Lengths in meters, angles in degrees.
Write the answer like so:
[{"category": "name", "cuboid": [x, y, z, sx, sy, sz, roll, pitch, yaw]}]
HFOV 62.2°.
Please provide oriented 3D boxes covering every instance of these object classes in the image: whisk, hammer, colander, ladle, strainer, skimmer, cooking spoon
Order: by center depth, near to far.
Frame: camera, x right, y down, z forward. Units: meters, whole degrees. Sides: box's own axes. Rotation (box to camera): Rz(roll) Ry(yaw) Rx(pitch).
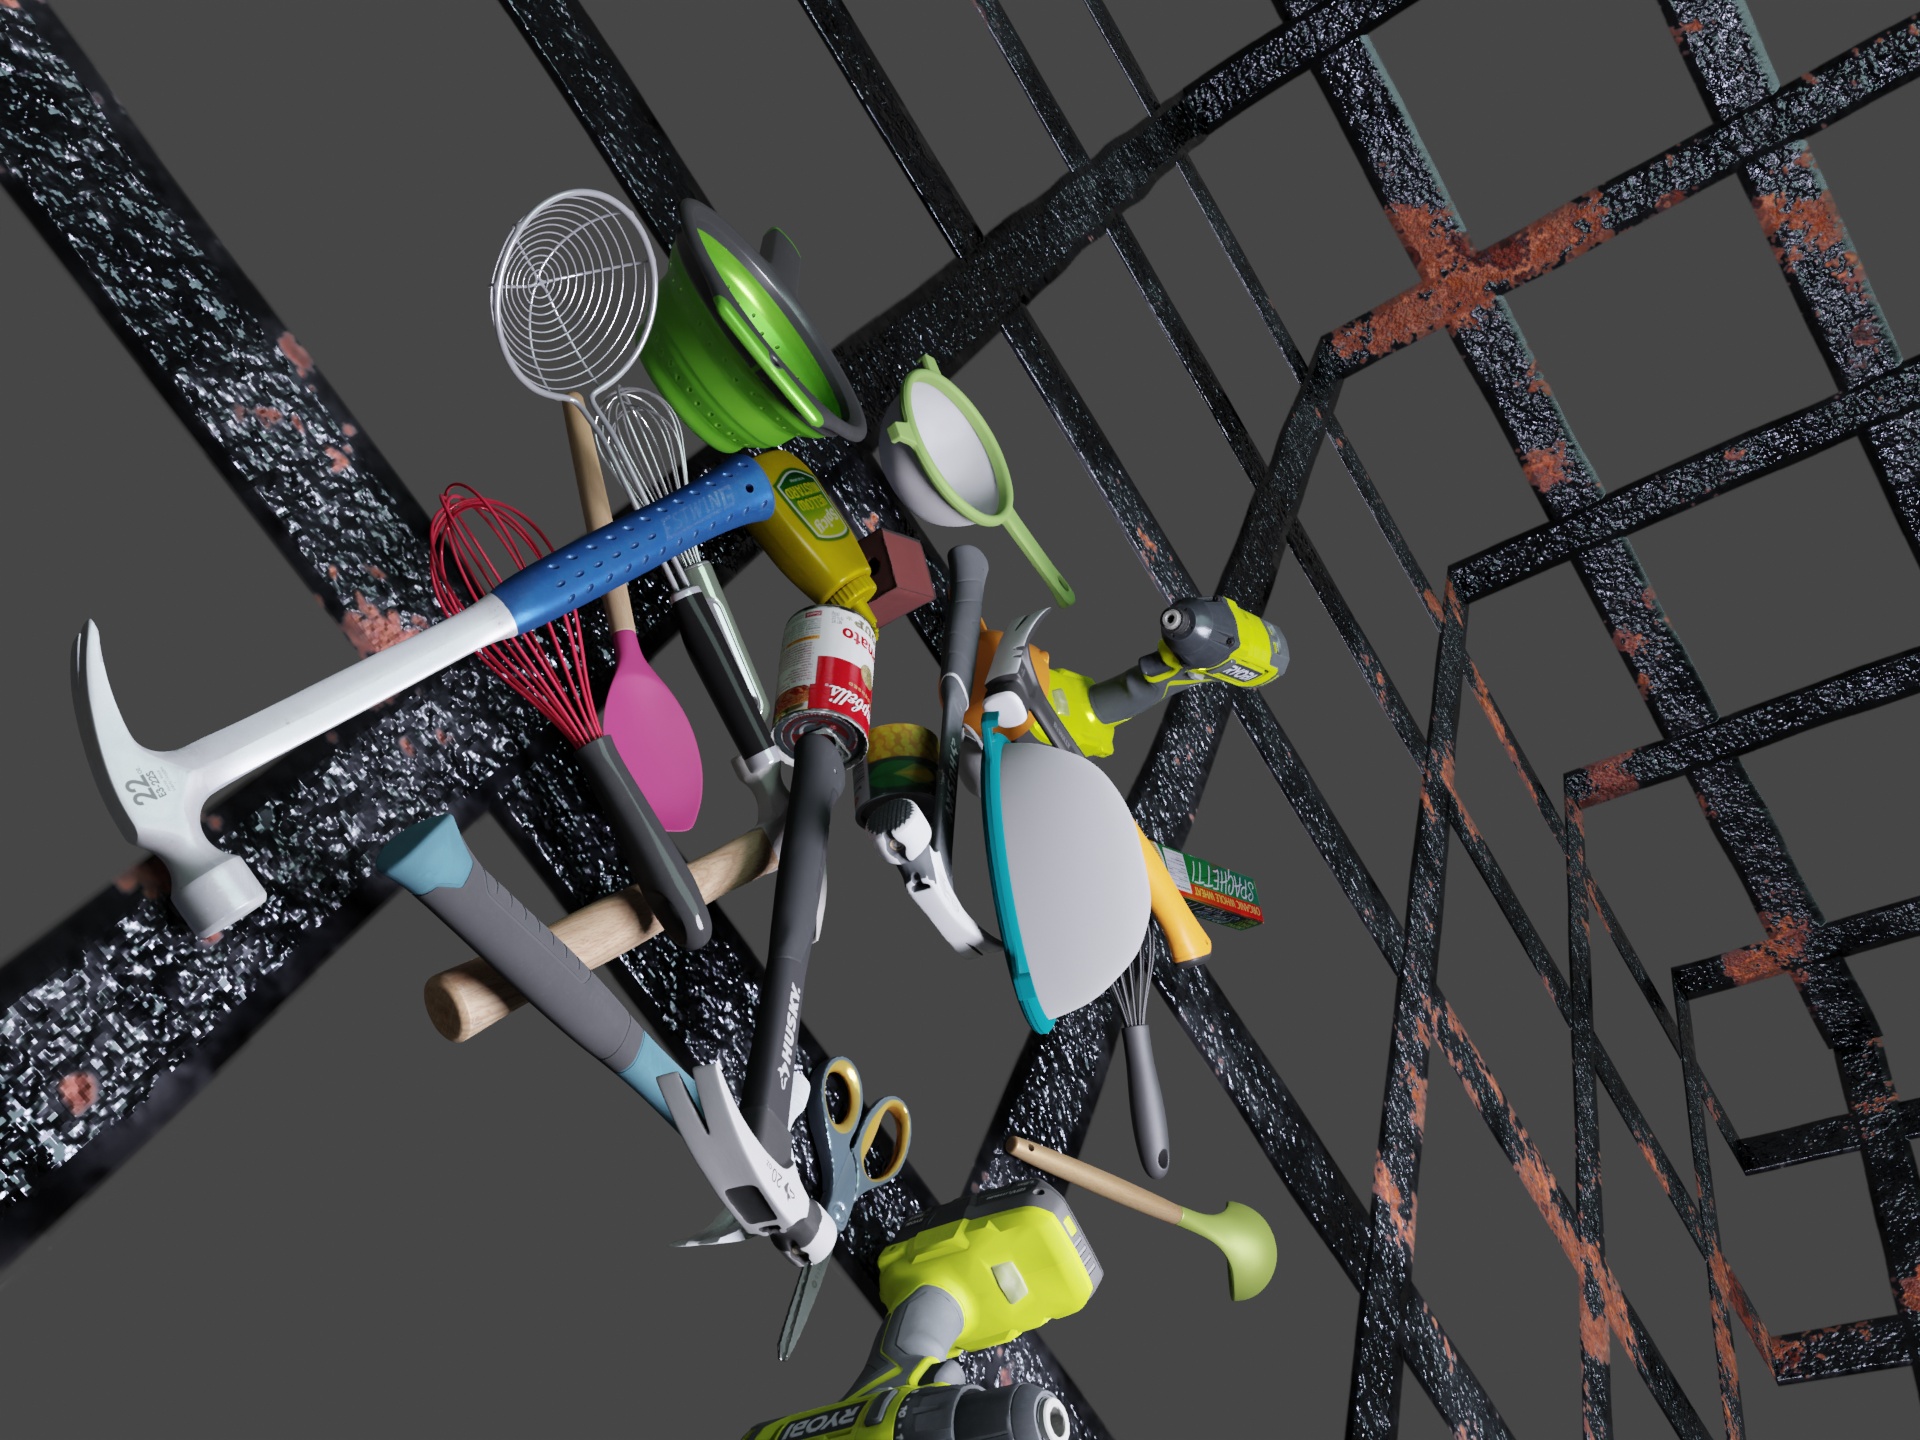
[{"category": "hammer", "cuboid": [-0.248, -0.056, 0.820, 0.405, 0.035, 0.144, -37, 99, -42]}, {"category": "hammer", "cuboid": [-0.180, 0.161, 0.821, 0.330, 0.033, 0.128, 56, 31, -37]}, {"category": "whisk", "cuboid": [-0.215, -0.003, 0.890, 0.296, 0.073, 0.073, 61, 29, 3]}, {"category": "hammer", "cuboid": [-0.178, 0.110, 0.921, 0.331, 0.031, 0.130, -26, 90, -60]}, {"category": "hammer", "cuboid": [-0.103, 0.131, 0.929, 0.335, 0.035, 0.146, -87, 155, -47]}, {"category": "skimmer", "cuboid": [-0.182, -0.143, 0.985, 0.127, 0.090, 0.363, -27, 92, -46]}, {"category": "cooking spoon", "cuboid": [-0.215, -0.075, 0.990, 0.068, 0.017, 0.319, 9, 56, -45]}, {"category": "whisk", "cuboid": [-0.182, -0.109, 1.066, 0.059, 0.058, 0.246, -128, -165, -87]}, {"category": "hammer", "cuboid": [-0.002, -0.004, 1.154, 0.409, 0.036, 0.149, -84, 151, -52]}, {"category": "strainer", "cuboid": [0.095, 0.126, 1.163, 0.340, 0.095, 0.211, 54, 27, -67]}, {"category": "colander", "cuboid": [-0.169, -0.298, 1.205, 0.204, 0.094, 0.397, 49, 15, -25]}, {"category": "ladle", "cuboid": [0.140, 0.378, 1.230, 0.319, 0.062, 0.078, 32, 44, -34]}, {"category": "hammer", "cuboid": [0.119, 0.069, 1.267, 0.336, 0.034, 0.127, 57, 30, -27]}, {"category": "whisk", "cuboid": [0.145, 0.254, 1.308, 0.055, 0.055, 0.239, 15, 64, -54]}, {"category": "strainer", "cuboid": [0.059, 0.055, 1.332, 0.087, 0.050, 0.258, 30, 3, 34]}, {"category": "strainer", "cuboid": [0.006, -0.187, 1.400, 0.256, 0.069, 0.152, 51, 30, -25]}]

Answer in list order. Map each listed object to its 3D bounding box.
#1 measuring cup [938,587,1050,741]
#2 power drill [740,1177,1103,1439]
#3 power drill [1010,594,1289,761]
[{"category": "measuring cup", "cuboid": [0.008, -0.060, 1.315, 0.052, 0.095, 0.174, 21, 32, -44]}, {"category": "power drill", "cuboid": [-0.004, 0.348, 0.867, 0.080, 0.190, 0.228, 62, 25, -5]}, {"category": "power drill", "cuboid": [0.147, -0.038, 1.355, 0.171, 0.223, 0.080, 14, 56, -54]}]
